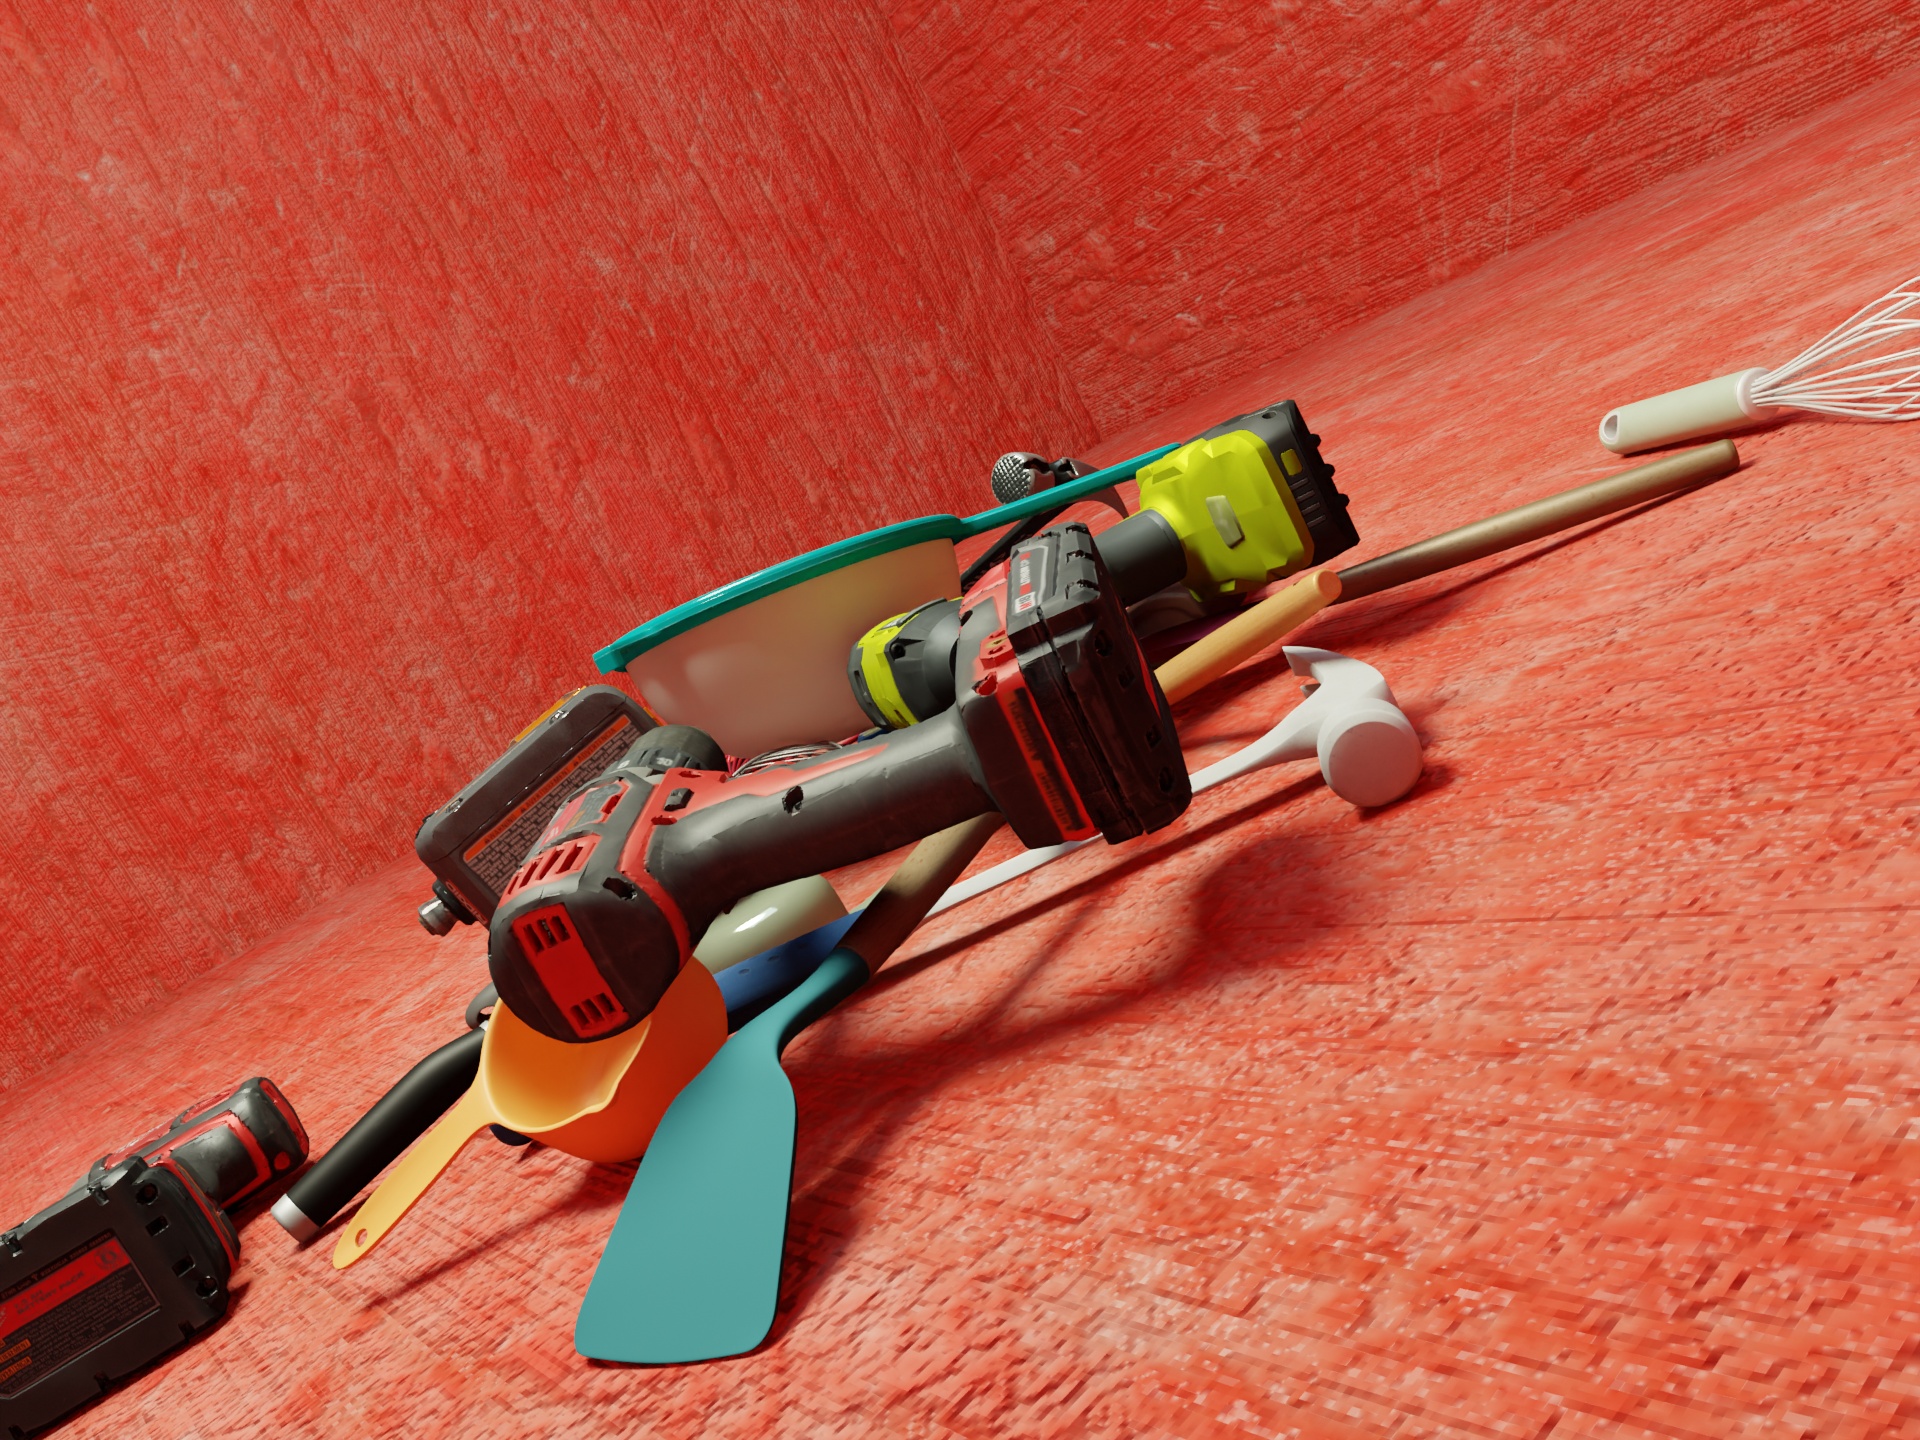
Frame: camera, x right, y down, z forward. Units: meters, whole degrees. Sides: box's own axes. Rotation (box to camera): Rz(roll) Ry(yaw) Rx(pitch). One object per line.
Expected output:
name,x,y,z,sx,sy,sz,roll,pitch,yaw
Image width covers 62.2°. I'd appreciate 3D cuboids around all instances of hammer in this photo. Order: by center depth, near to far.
hammer,-0.016,0.076,0.640,0.405,0.035,0.144,-26,10,13
hammer,-0.043,-0.057,1.157,0.409,0.036,0.149,-39,-20,34

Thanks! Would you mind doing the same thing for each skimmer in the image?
skimmer,-0.162,0.133,0.784,0.363,0.090,0.127,-44,4,-23

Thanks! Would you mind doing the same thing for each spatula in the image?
spatula,-0.021,0.077,0.538,0.082,0.044,0.317,-19,18,37
spatula,0.079,-0.016,0.743,0.081,0.041,0.322,-33,-2,-25

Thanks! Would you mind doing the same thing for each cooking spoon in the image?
cooking spoon,0.204,-0.071,0.764,0.319,0.017,0.068,-18,-7,23

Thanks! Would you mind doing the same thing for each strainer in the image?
strainer,-0.022,-0.055,0.884,0.340,0.095,0.211,-20,1,0

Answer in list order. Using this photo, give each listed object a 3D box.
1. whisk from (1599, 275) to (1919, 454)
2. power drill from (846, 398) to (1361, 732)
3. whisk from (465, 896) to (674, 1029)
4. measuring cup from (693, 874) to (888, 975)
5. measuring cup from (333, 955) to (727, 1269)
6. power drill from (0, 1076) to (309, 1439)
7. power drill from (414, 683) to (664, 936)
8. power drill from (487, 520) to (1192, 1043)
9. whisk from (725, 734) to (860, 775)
whisk,0.370,-0.150,0.723,0.059,0.058,0.246,5,0,-12
power drill,0.063,-0.062,0.739,0.223,0.080,0.171,-29,7,-13
whisk,-0.190,0.113,0.946,0.239,0.055,0.055,-34,10,-6
measuring cup,-0.055,0.075,0.748,0.167,0.038,0.083,-35,11,-23
measuring cup,-0.160,0.151,0.600,0.173,0.052,0.095,-45,43,3
power drill,-0.396,0.244,0.747,0.143,0.078,0.220,-30,7,-12
power drill,-0.214,0.057,0.812,0.164,0.084,0.226,-43,8,-12
power drill,-0.044,0.015,0.556,0.226,0.080,0.188,-24,17,10
whisk,-0.045,-0.010,1.141,0.296,0.073,0.073,-26,7,-29
